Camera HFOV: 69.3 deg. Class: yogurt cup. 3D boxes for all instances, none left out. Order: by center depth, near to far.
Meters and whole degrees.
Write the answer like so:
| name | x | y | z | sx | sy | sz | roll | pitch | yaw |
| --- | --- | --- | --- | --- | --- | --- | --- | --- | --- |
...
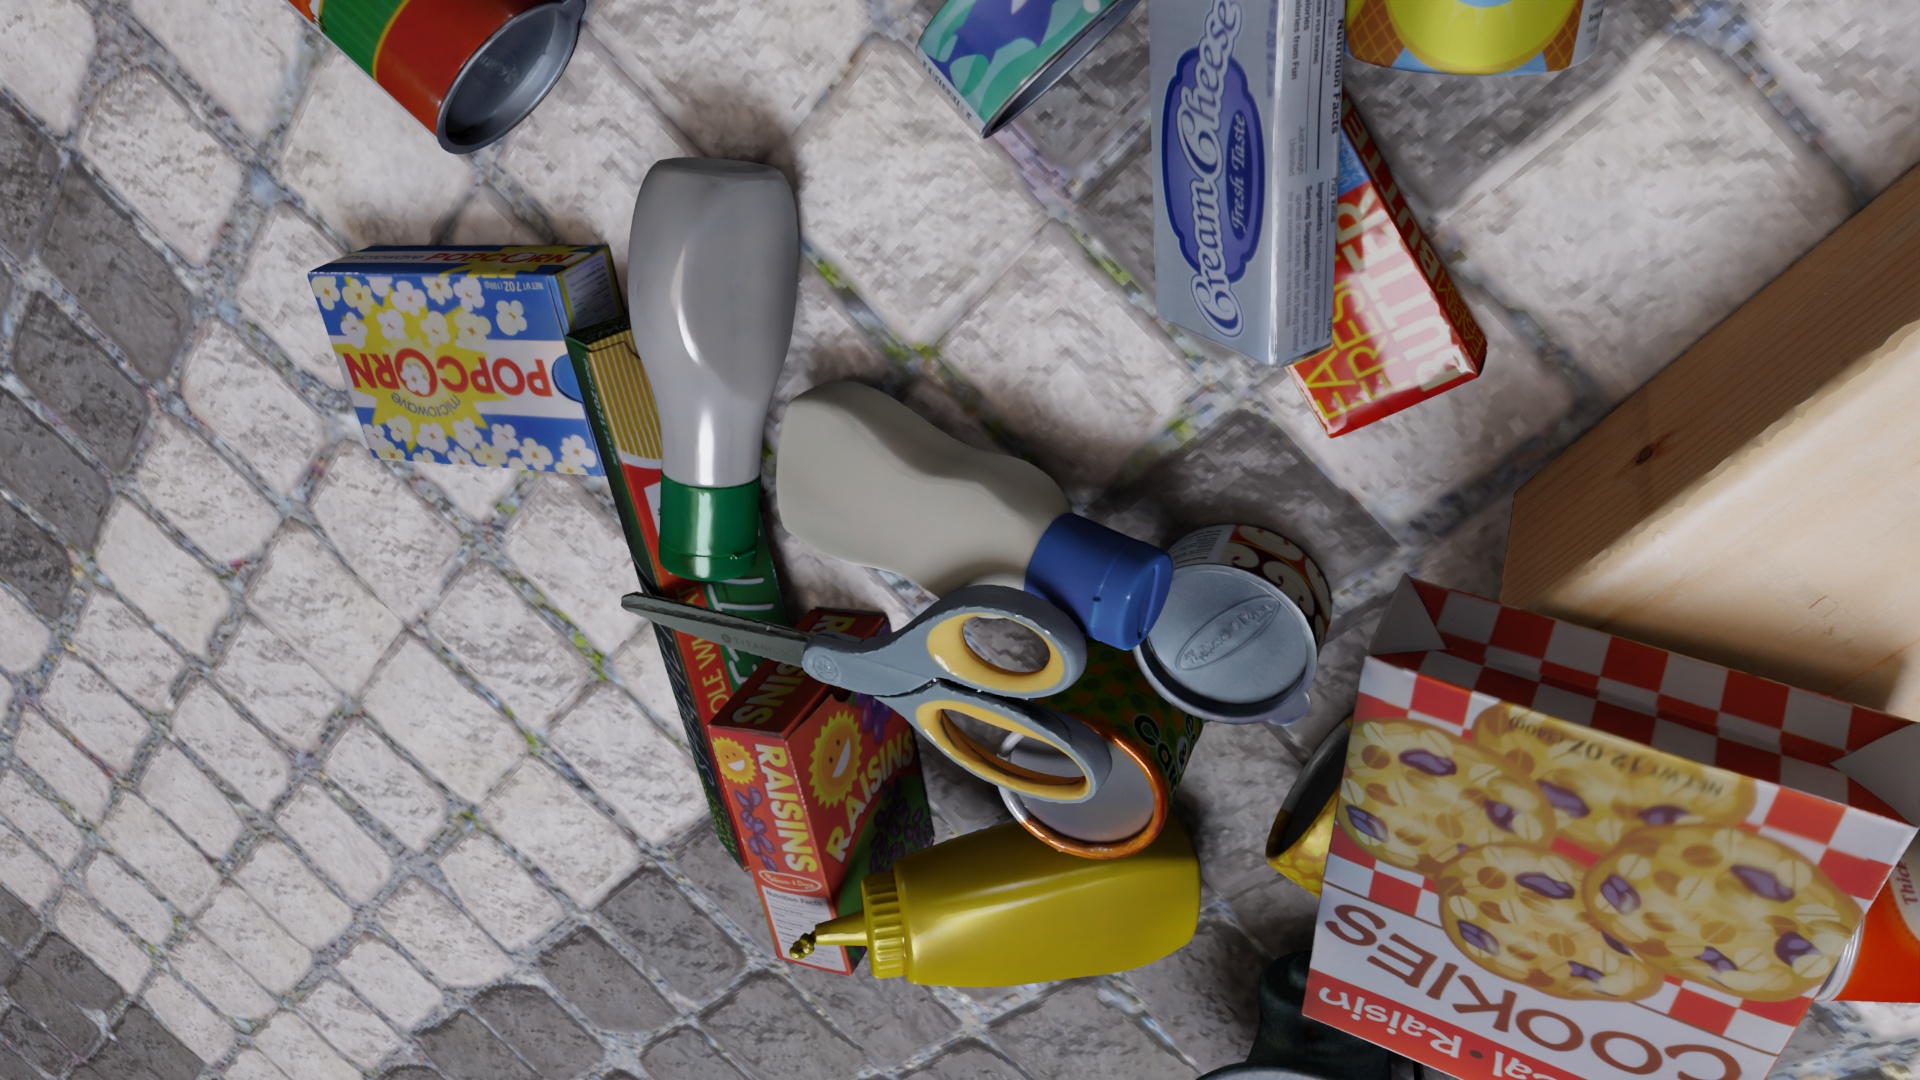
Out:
| name | x | y | z | sx | sy | sz | roll | pitch | yaw |
| --- | --- | --- | --- | --- | --- | --- | --- | --- | --- |
| yogurt cup | 0.292 | 0.112 | 0.430 | 0.054 | 0.073 | 0.072 | 5 | 121 | 14 |

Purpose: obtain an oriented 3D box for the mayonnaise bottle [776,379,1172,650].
| name | x | y | z | sx | sy | sz | roll | pitch | yaw |
| --- | --- | --- | --- | --- | --- | --- | --- | --- | --- |
| mayonnaise bottle | 0.002 | -0.006 | 0.490 | 0.148 | 0.041 | 0.064 | 24 | 124 | 27 |

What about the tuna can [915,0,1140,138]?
| name | x | y | z | sx | sy | sz | roll | pitch | yaw |
| --- | --- | --- | --- | --- | --- | --- | --- | --- | --- |
| tuna can | 0.022 | -0.151 | 0.396 | 0.033 | 0.071 | 0.070 | 48 | 127 | -7 |

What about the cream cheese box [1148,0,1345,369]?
| name | x | y | z | sx | sy | sz | roll | pitch | yaw |
| --- | --- | --- | --- | --- | --- | --- | --- | --- | --- |
| cream cheese box | 0.077 | -0.103 | 0.377 | 0.053 | 0.024 | 0.103 | 38 | 142 | 50 |

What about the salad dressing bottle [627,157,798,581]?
| name | x | y | z | sx | sy | sz | roll | pitch | yaw |
| --- | --- | --- | --- | --- | --- | --- | --- | --- | --- |
| salad dressing bottle | -0.088 | -0.059 | 0.496 | 0.044 | 0.064 | 0.147 | 19 | 115 | 31 |

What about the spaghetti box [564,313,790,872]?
| name | x | y | z | sx | sy | sz | roll | pitch | yaw |
| --- | --- | --- | --- | --- | --- | --- | --- | --- | --- |
| spaghetti box | -0.101 | 0.026 | 0.569 | 0.029 | 0.050 | 0.248 | 30 | 137 | 51 |

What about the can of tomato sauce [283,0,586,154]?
| name | x | y | z | sx | sy | sz | roll | pitch | yaw |
| --- | --- | --- | --- | --- | --- | --- | --- | --- | --- |
| can of tomato sauce | -0.183 | -0.187 | 0.473 | 0.083 | 0.071 | 0.071 | 43 | 128 | -3 |

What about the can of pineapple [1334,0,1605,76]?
| name | x | y | z | sx | sy | sz | roll | pitch | yaw |
| --- | --- | --- | --- | --- | --- | --- | --- | --- | --- |
| can of pineapple | 0.127 | -0.152 | 0.345 | 0.071 | 0.071 | 0.057 | 11 | 123 | 19 |

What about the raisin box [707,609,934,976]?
| name | x | y | z | sx | sy | sz | roll | pitch | yaw |
| --- | --- | --- | --- | --- | --- | --- | --- | --- | --- |
| raisin box | -0.053 | 0.102 | 0.574 | 0.040 | 0.086 | 0.122 | 4 | 120 | 26 |

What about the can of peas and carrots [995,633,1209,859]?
| name | x | y | z | sx | sy | sz | roll | pitch | yaw |
| --- | --- | --- | --- | --- | --- | --- | --- | --- | --- |
| can of peas and carrots | 0.055 | 0.077 | 0.524 | 0.071 | 0.059 | 0.070 | 12 | 124 | 19 |

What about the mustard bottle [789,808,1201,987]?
| name | x | y | z | sx | sy | sz | roll | pitch | yaw |
| --- | --- | --- | --- | --- | --- | --- | --- | --- | --- |
| mustard bottle | 0.012 | 0.143 | 0.545 | 0.160 | 0.049 | 0.065 | -6 | 121 | -10 |

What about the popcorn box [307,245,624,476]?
| name | x | y | z | sx | sy | sz | roll | pitch | yaw |
| --- | --- | --- | --- | --- | --- | --- | --- | --- | --- |
| popcorn box | -0.194 | -0.074 | 0.564 | 0.127 | 0.038 | 0.084 | 5 | 120 | 23 |

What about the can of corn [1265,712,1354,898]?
| name | x | y | z | sx | sy | sz | roll | pitch | yaw |
| --- | --- | --- | --- | --- | --- | --- | --- | --- | --- |
| can of corn | 0.149 | 0.103 | 0.487 | 0.058 | 0.071 | 0.070 | 33 | 128 | 5 |

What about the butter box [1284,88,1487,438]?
| name | x | y | z | sx | sy | sz | roll | pitch | yaw |
| --- | --- | --- | --- | --- | --- | --- | --- | --- | --- |
| butter box | 0.111 | -0.086 | 0.420 | 0.053 | 0.024 | 0.103 | -26 | 105 | 35 |

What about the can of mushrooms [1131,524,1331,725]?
| name | x | y | z | sx | sy | sz | roll | pitch | yaw |
| --- | --- | --- | --- | --- | --- | --- | --- | --- | --- |
| can of mushrooms | 0.097 | 0.031 | 0.492 | 0.071 | 0.034 | 0.070 | 12 | 123 | 19 |

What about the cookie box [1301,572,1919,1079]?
| name | x | y | z | sx | sy | sz | roll | pitch | yaw |
| --- | --- | --- | --- | --- | --- | --- | --- | --- | --- |
| cookie box | 0.168 | 0.098 | 0.390 | 0.123 | 0.040 | 0.166 | 17 | 135 | 24 |
